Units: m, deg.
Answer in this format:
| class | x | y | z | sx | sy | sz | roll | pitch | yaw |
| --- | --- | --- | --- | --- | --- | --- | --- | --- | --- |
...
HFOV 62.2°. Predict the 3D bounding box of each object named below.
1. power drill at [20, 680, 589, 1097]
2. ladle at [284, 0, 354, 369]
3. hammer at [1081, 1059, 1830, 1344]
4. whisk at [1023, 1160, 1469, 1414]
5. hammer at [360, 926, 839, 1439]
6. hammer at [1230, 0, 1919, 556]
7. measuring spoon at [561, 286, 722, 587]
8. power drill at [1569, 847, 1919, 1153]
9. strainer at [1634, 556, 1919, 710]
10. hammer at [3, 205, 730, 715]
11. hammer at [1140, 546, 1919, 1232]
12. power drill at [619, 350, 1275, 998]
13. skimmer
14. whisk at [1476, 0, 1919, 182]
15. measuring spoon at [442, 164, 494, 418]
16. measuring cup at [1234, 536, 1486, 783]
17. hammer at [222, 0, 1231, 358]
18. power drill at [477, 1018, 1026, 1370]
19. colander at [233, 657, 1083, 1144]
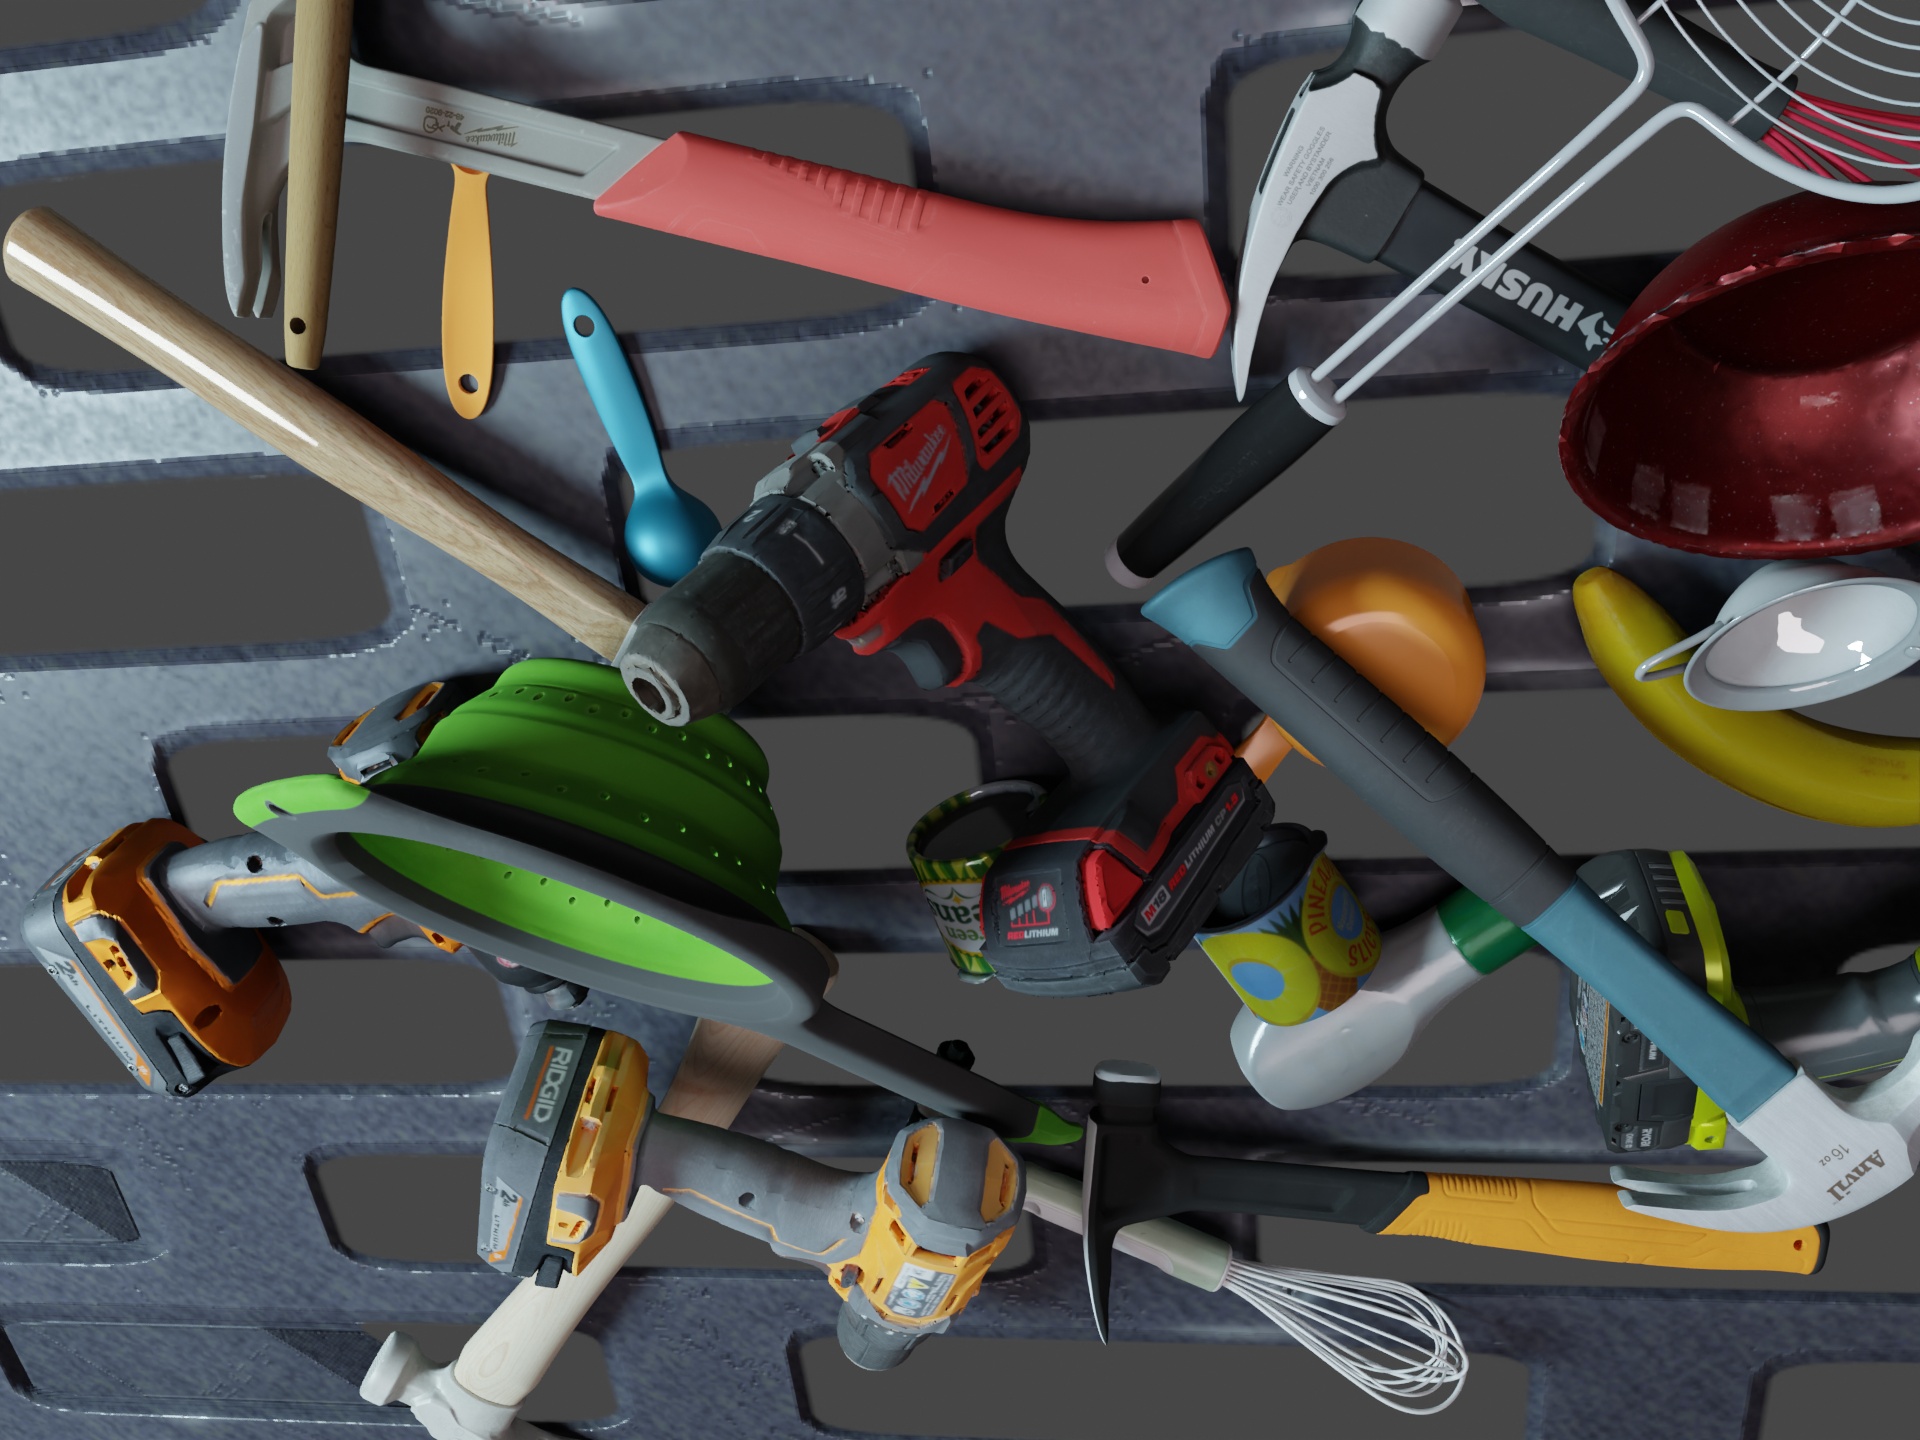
| class | x | y | z | sx | sy | sz | roll | pitch | yaw |
| --- | --- | --- | --- | --- | --- | --- | --- | --- | --- |
| power drill | -0.287 | 0.092 | 0.729 | 0.226 | 0.084 | 0.164 | -21 | 113 | 14 |
| ladle | -0.206 | -0.275 | 0.524 | 0.069 | 0.031 | 0.315 | 11 | 105 | 3 |
| hammer | 0.225 | 0.233 | 0.737 | 0.337 | 0.034 | 0.127 | 4 | 93 | 3 |
| whisk | 0.135 | 0.273 | 0.781 | 0.246 | 0.059 | 0.057 | 23 | 145 | 1 |
| hammer | -0.169 | 0.262 | 0.823 | 0.146 | 0.038 | 0.410 | 31 | 117 | -10 |
| hammer | 0.253 | -0.119 | 0.568 | 0.334 | 0.035 | 0.146 | 26 | 117 | -6 |
| measuring spoon | -0.133 | -0.108 | 0.634 | 0.042 | 0.021 | 0.128 | -12 | 116 | 14 |
| power drill | 0.366 | 0.094 | 0.620 | 0.228 | 0.080 | 0.190 | -7 | 131 | 11 |
| strainer | 0.368 | -0.030 | 0.561 | 0.258 | 0.050 | 0.086 | 3 | 151 | 4 |
| hammer | -0.231 | -0.096 | 0.641 | 0.331 | 0.031 | 0.130 | 33 | 130 | -5 |
| hammer | 0.202 | 0.054 | 0.574 | 0.331 | 0.033 | 0.128 | 42 | 105 | 3 |
| power drill | -0.001 | -0.002 | 0.578 | 0.080 | 0.188 | 0.226 | -15 | 116 | 51 |
| skimmer | 0.132 | -0.121 | 0.472 | 0.127 | 0.090 | 0.363 | 49 | 142 | 0 |
| whisk | 0.281 | -0.189 | 0.516 | 0.296 | 0.073 | 0.073 | 28 | 117 | -1 |
| measuring spoon | -0.190 | -0.173 | 0.619 | 0.021 | 0.011 | 0.116 | 12 | 122 | 0 |
| measuring cup | 0.136 | 0.008 | 0.638 | 0.095 | 0.052 | 0.173 | 34 | 115 | -9 |
| hammer | -0.082 | -0.179 | 0.572 | 0.359 | 0.037 | 0.149 | 14 | 104 | -1 |
| power drill | -0.099 | 0.230 | 0.729 | 0.226 | 0.084 | 0.185 | 15 | 135 | -5 |
| colander | -0.081 | 0.076 | 0.654 | 0.396 | 0.094 | 0.204 | 33 | 153 | -34 |
